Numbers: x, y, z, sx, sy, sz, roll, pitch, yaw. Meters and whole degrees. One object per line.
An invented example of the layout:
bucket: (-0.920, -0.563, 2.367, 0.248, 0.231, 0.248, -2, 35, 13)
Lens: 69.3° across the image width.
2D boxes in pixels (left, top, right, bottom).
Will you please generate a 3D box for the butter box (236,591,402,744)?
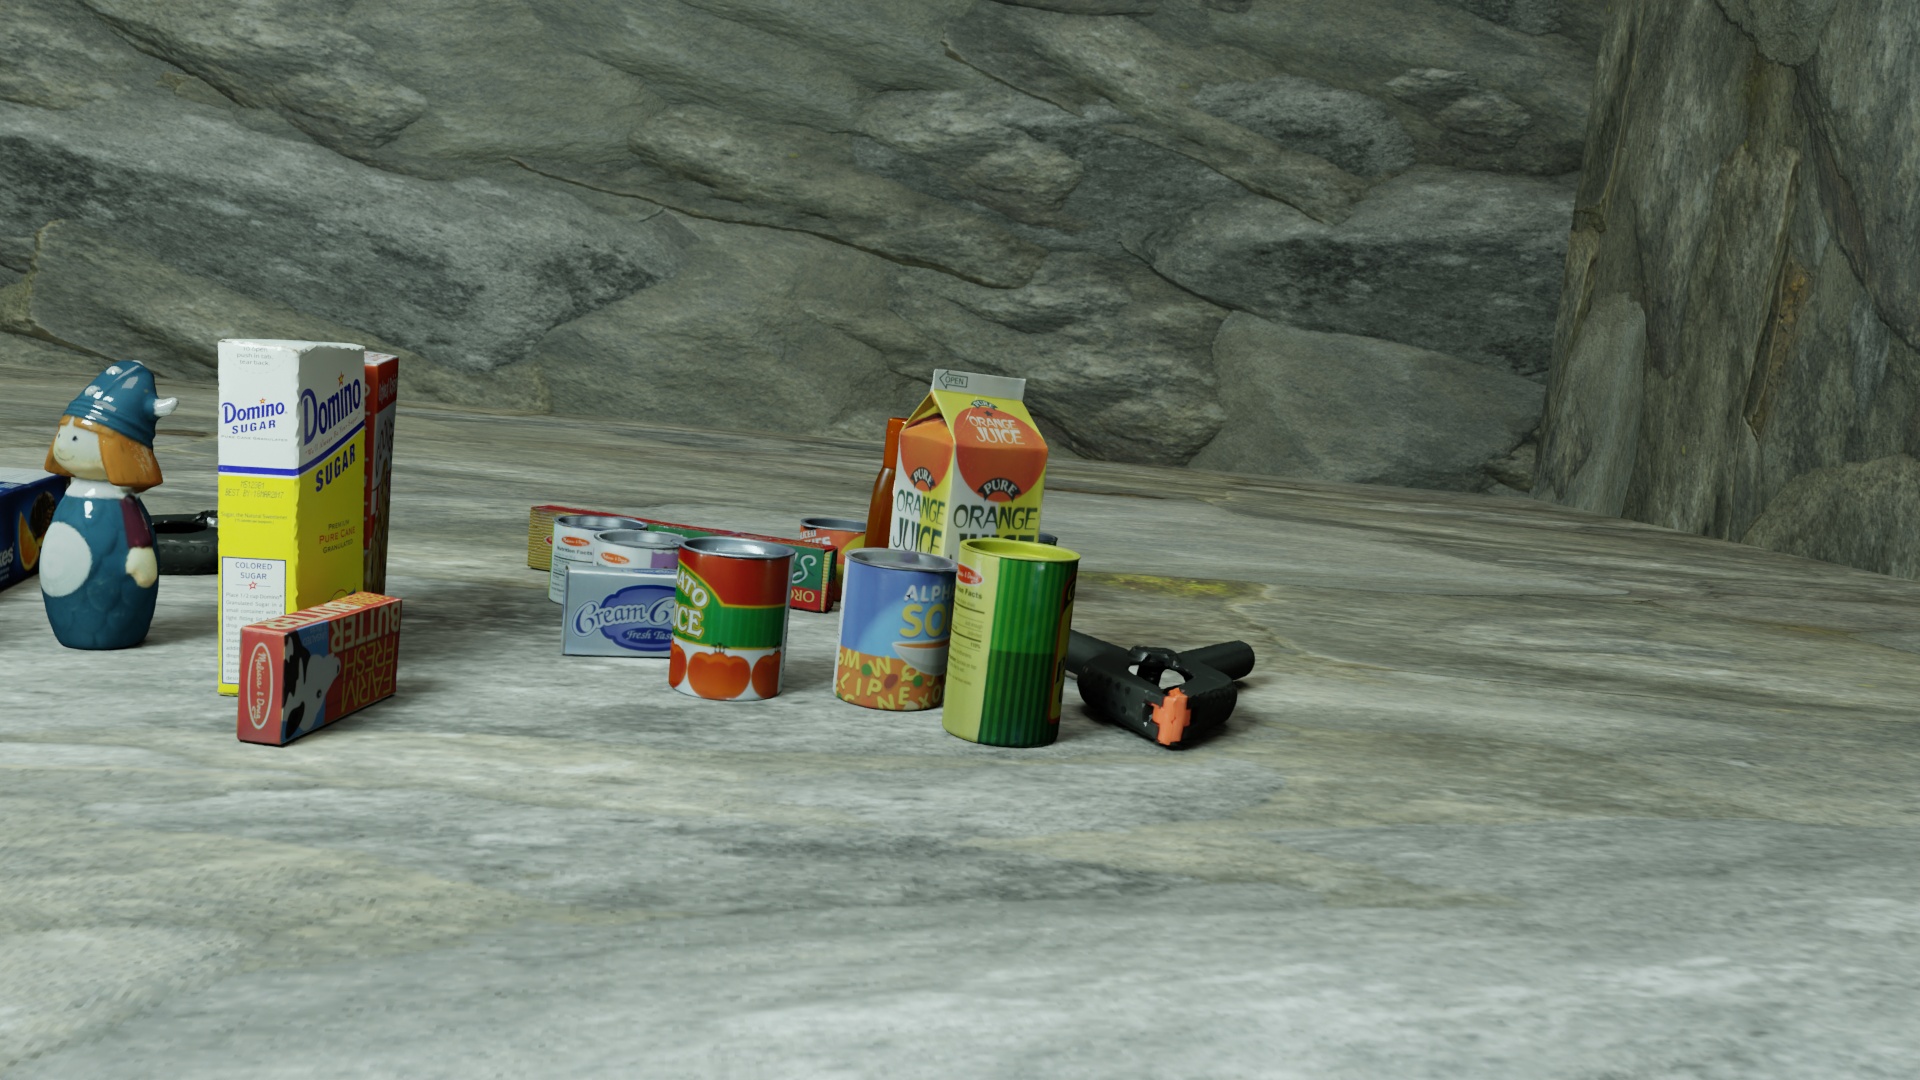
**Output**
butter box: (-0.305, 0.059, 0.666, 0.024, 0.053, 0.103, 7, 8, 6)

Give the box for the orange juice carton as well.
orange juice carton: (0.003, -0.011, 0.890, 0.072, 0.192, 0.073, 1, 9, -31)

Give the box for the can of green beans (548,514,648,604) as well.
can of green beans: (-0.260, 0.015, 0.996, 0.071, 0.057, 0.071, 6, 8, -1)

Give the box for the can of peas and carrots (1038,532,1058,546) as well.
can of peas and carrots: (0.045, 0.023, 1.161, 0.071, 0.058, 0.071, 6, 8, -1)

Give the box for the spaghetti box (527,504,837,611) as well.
spaghetti box: (-0.215, 0.013, 1.070, 0.250, 0.050, 0.029, 8, 8, 13)

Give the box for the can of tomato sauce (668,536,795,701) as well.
can of tomato sauce: (-0.133, 0.044, 0.795, 0.071, 0.083, 0.071, 6, 8, -1)

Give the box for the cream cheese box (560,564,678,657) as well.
cream cheese box: (-0.191, 0.044, 0.853, 0.104, 0.053, 0.024, 3, 8, -18)

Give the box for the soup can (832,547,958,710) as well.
soup can: (-0.036, 0.051, 0.809, 0.071, 0.083, 0.071, 6, 8, -1)

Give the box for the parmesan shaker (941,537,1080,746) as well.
parmesan shaker: (0.026, 0.054, 0.764, 0.071, 0.103, 0.071, 6, 7, -1)

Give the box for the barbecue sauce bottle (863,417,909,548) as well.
barbecue sauce bottle: (-0.046, -0.019, 1.071, 0.043, 0.148, 0.065, 10, 9, 30)

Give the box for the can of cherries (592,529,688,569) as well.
can of cherries: (-0.216, 0.026, 0.945, 0.071, 0.058, 0.071, 6, 8, -1)

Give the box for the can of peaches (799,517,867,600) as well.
can of peaches: (-0.100, 0.015, 1.114, 0.071, 0.058, 0.071, 6, 8, -1)

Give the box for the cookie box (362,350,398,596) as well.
cookie box: (-0.366, -0.028, 0.829, 0.040, 0.167, 0.123, 4, 8, -18)
